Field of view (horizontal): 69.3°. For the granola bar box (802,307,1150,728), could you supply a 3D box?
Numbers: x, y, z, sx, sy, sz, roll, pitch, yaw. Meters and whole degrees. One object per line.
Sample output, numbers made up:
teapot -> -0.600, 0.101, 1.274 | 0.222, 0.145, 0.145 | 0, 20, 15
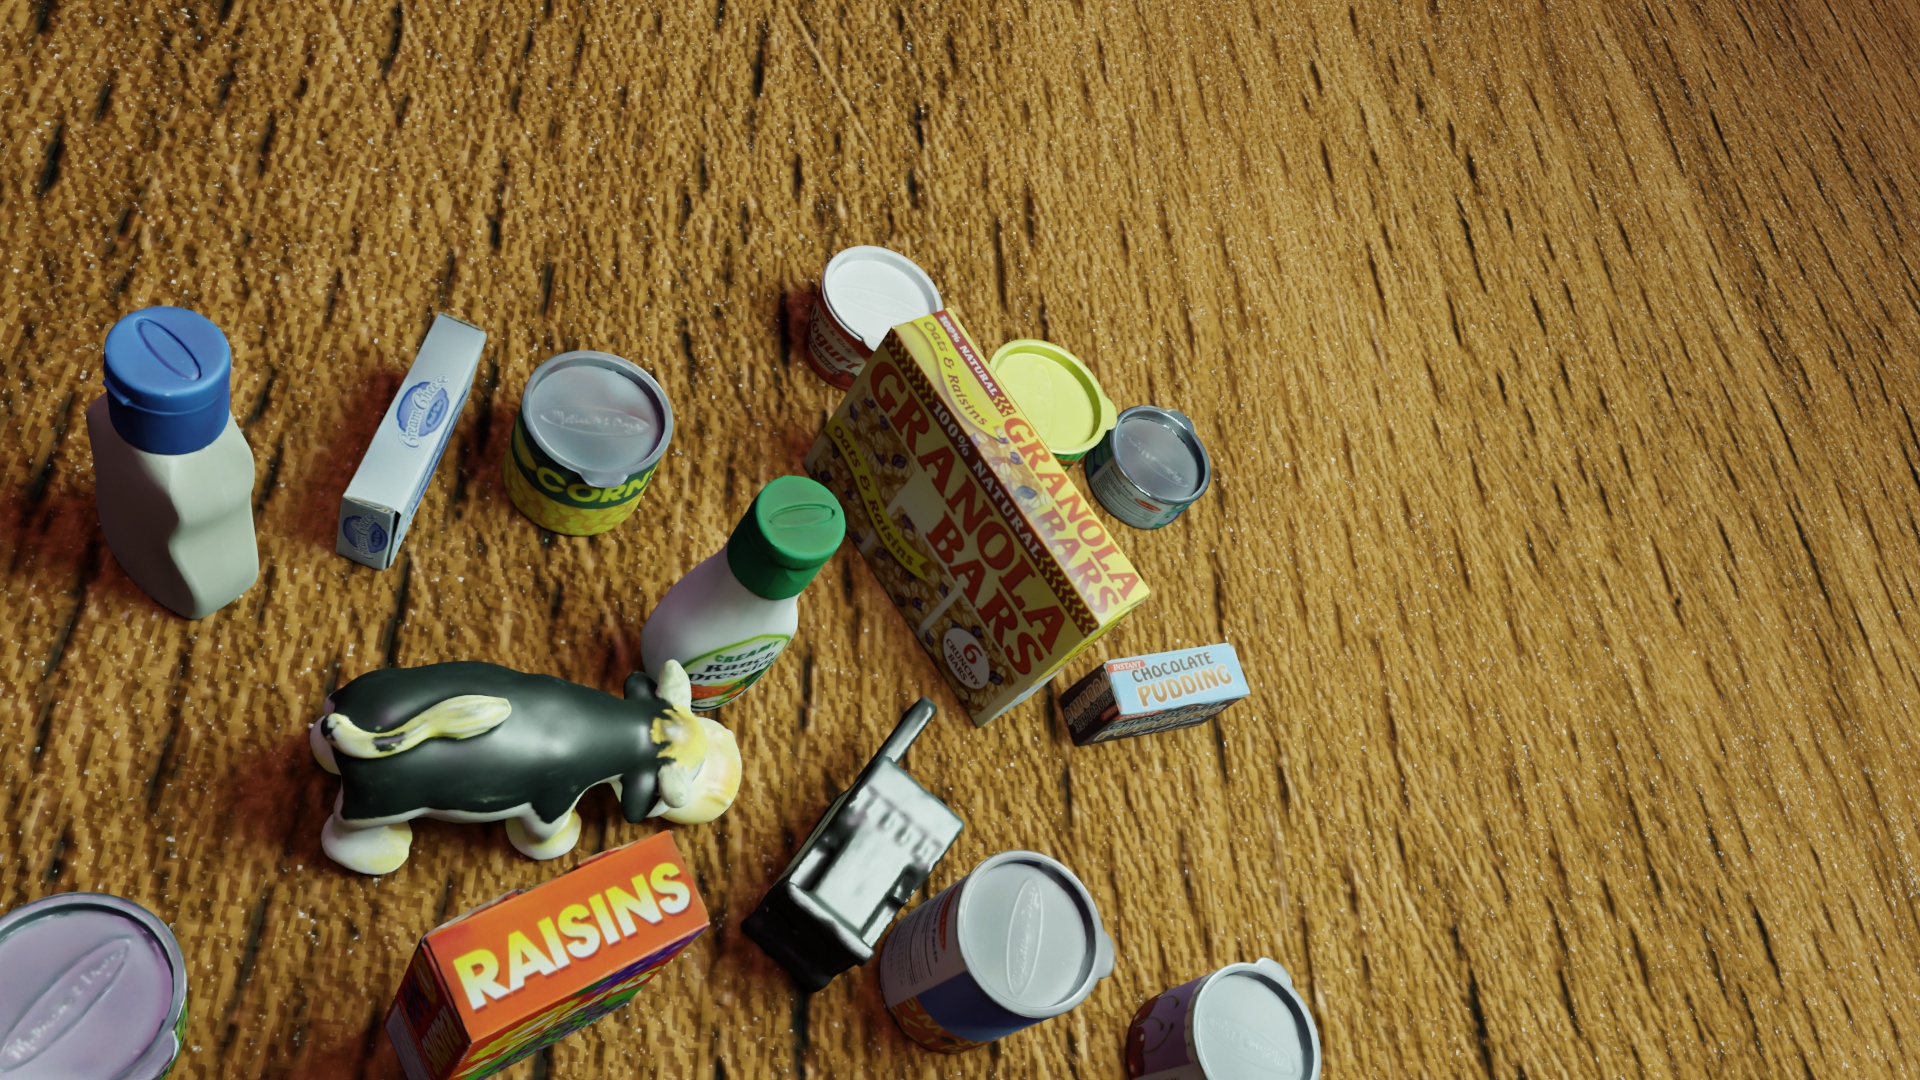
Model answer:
granola bar box -> 0.002, -0.008, 0.663 | 0.039, 0.123, 0.166 | -26, 76, -37

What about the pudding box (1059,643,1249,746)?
pudding box -> 0.100, 0.078, 0.710 | 0.084, 0.049, 0.030 | -4, 64, -30

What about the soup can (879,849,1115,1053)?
soup can -> 0.014, 0.175, 0.583 | 0.071, 0.083, 0.071 | 13, 56, -21

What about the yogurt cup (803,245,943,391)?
yogurt cup -> -0.050, -0.116, 0.746 | 0.072, 0.053, 0.073 | 13, 56, -21

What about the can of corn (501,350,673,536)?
can of corn -> -0.171, -0.041, 0.633 | 0.071, 0.058, 0.071 | 13, 56, -21

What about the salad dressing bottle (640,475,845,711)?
salad dressing bottle -> -0.091, 0.024, 0.579 | 0.064, 0.147, 0.044 | -10, 67, -32

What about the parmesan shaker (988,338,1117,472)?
parmesan shaker -> 0.024, -0.046, 0.711 | 0.071, 0.102, 0.071 | 13, 56, -21

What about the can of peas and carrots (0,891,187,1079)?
can of peas and carrots -> -0.286, 0.156, 0.451 | 0.071, 0.058, 0.071 | 13, 56, -21

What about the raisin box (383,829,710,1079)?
raisin box -> -0.147, 0.151, 0.487 | 0.086, 0.122, 0.040 | -19, 72, -35

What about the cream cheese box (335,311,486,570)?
cream cheese box -> -0.237, -0.043, 0.602 | 0.024, 0.053, 0.104 | 22, 54, -15

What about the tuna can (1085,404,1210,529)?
tuna can -> 0.108, -0.043, 0.800 | 0.071, 0.032, 0.071 | 13, 56, -21

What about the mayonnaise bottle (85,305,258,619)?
mayonnaise bottle -> -0.286, -0.027, 0.505 | 0.065, 0.147, 0.041 | 45, 51, 3

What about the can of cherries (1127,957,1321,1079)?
can of cherries -> 0.118, 0.228, 0.624 | 0.071, 0.058, 0.072 | 13, 56, -21
